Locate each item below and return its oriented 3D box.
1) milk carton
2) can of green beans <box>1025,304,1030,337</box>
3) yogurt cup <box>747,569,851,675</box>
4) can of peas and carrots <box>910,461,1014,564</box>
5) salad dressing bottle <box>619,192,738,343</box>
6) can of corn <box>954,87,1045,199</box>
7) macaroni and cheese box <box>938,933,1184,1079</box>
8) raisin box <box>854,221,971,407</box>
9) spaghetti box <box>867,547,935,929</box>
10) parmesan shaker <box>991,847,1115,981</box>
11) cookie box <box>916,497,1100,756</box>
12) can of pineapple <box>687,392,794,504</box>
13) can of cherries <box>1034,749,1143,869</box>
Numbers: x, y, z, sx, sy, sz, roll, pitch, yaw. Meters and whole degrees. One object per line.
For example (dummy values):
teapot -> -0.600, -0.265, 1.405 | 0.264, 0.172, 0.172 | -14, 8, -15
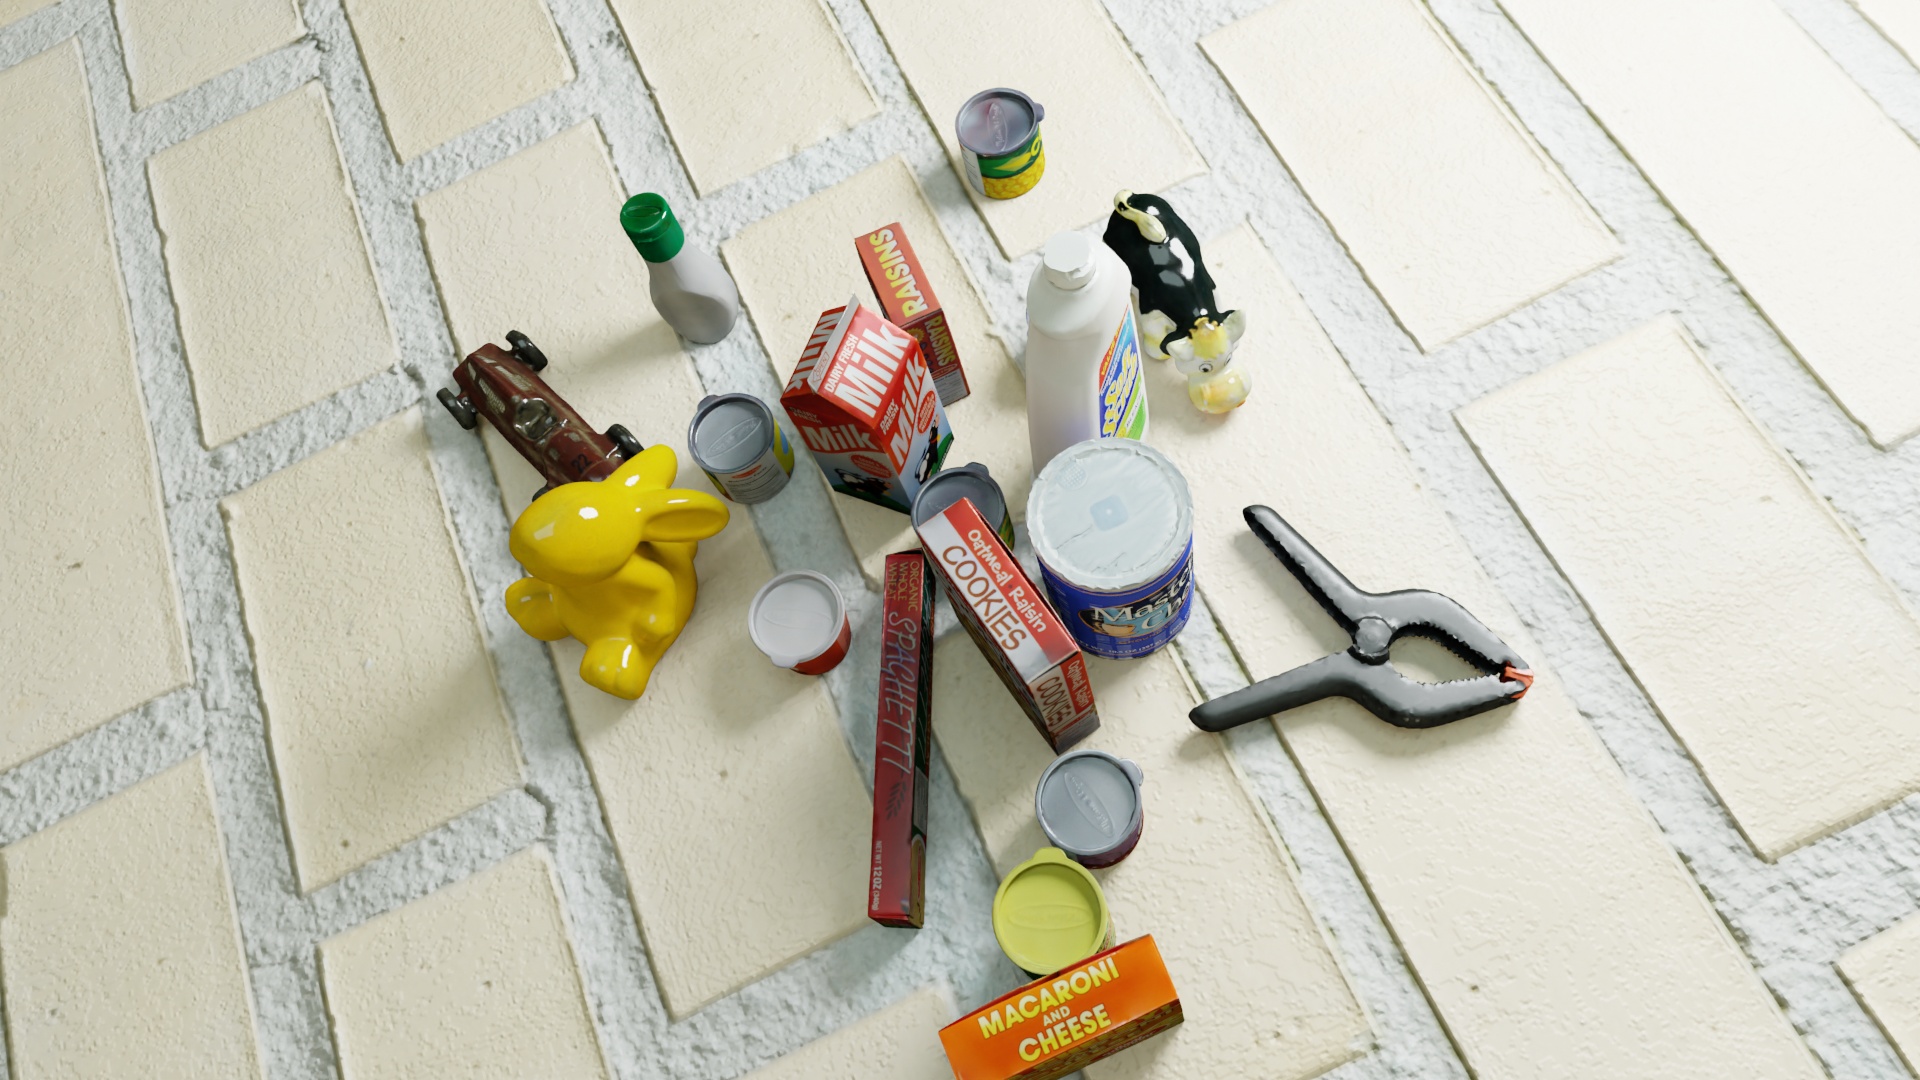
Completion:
milk carton -> -0.065, -0.092, 0.952 | 0.073, 0.190, 0.072 | 18, 71, 17
can of green beans -> 0.084, -0.156, 1.027 | 0.071, 0.057, 0.071 | -4, 66, 8
yogurt cup -> -0.108, 0.060, 0.968 | 0.072, 0.053, 0.072 | -4, 66, 8
can of peas and carrots -> 0.003, -0.012, 0.978 | 0.071, 0.058, 0.071 | -4, 66, 8
salad dressing bottle -> -0.213, -0.205, 1.051 | 0.064, 0.147, 0.044 | -2, 67, 9
can of corn -> 0.035, -0.316, 1.106 | 0.071, 0.058, 0.071 | -4, 66, 8
macaroni and cheese box -> 0.062, 0.273, 0.783 | 0.124, 0.166, 0.040 | -25, 65, -1
raisin box -> -0.035, -0.161, 1.014 | 0.040, 0.123, 0.086 | -24, 65, -1
spaghetti box -> -0.037, 0.129, 0.928 | 0.029, 0.050, 0.251 | -2, 66, 9
parmesan shaker -> 0.059, 0.230, 0.837 | 0.071, 0.102, 0.071 | -4, 66, 8
cookie box -> 0.034, 0.058, 0.882 | 0.040, 0.167, 0.123 | -34, 66, -5
can of pineapple -> -0.163, -0.069, 1.032 | 0.071, 0.057, 0.071 | -4, 66, 8
can of cherries -> 0.086, 0.171, 0.883 | 0.071, 0.058, 0.072 | -4, 66, 8
